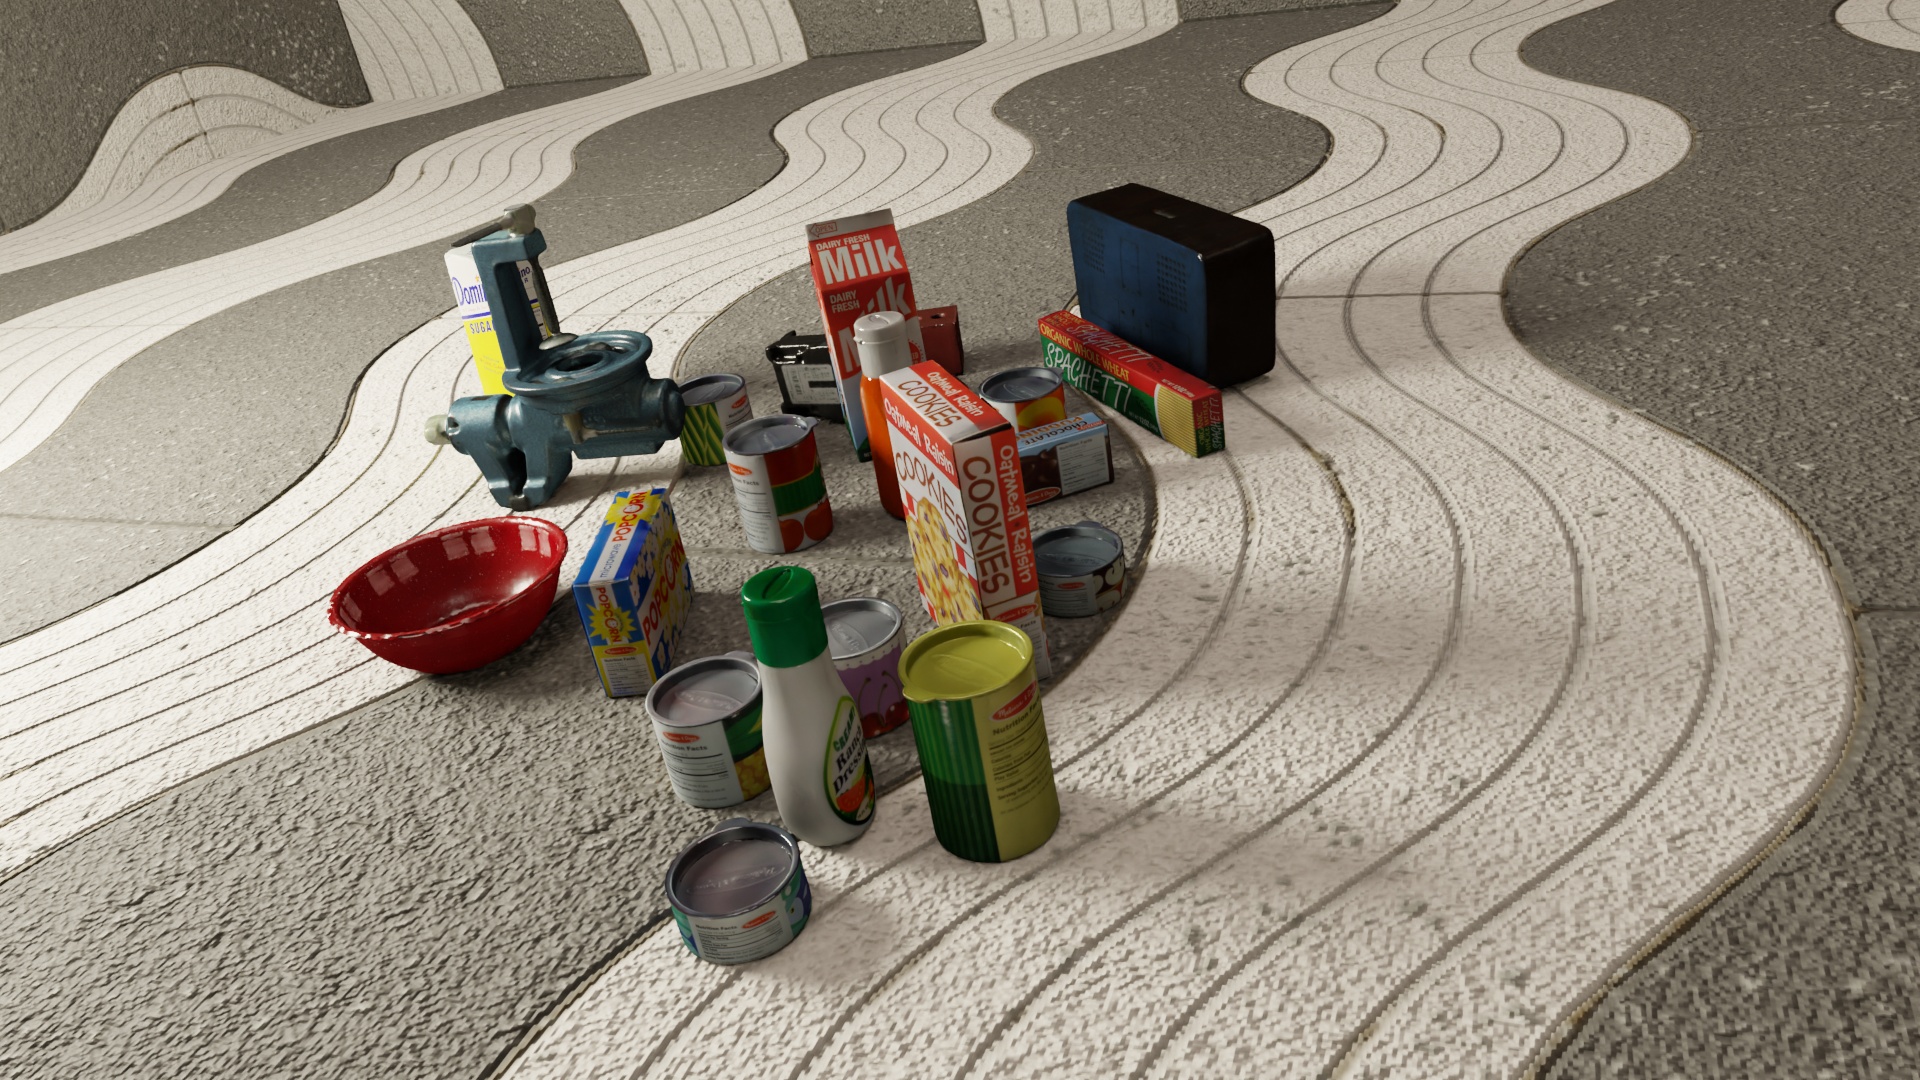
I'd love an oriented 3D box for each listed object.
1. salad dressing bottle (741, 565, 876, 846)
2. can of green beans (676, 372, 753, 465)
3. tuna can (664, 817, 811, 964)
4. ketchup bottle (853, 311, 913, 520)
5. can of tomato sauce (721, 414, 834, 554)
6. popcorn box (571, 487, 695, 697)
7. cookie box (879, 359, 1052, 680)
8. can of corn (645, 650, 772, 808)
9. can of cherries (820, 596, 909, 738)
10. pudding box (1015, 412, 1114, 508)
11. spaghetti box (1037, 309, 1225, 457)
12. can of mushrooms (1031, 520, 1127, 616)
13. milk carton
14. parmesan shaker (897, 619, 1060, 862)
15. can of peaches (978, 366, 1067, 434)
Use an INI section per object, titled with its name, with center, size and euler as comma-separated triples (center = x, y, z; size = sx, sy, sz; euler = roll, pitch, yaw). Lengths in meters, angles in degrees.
[salad dressing bottle]
center = -0.077, 0.084, 0.700
size = 0.044, 0.147, 0.064
euler = 1, 30, 20
[can of green beans]
center = -0.209, -0.103, 1.178
size = 0.071, 0.057, 0.071
euler = -8, 28, 4
[tuna can]
center = -0.107, 0.169, 0.675
size = 0.071, 0.032, 0.071
euler = -8, 28, 4
[ketchup bottle]
center = -0.047, -0.091, 1.009
size = 0.044, 0.148, 0.065
euler = -21, 30, -20
[can of tomato sauce]
center = -0.131, -0.042, 1.016
size = 0.071, 0.082, 0.071
euler = -8, 28, 4
[popcorn box]
center = -0.210, 0.031, 0.905
size = 0.038, 0.084, 0.127
euler = -8, 28, 4
[cookie box]
center = 0.003, -0.010, 0.827
size = 0.040, 0.166, 0.123
euler = -19, 29, -16
[can of corn]
center = -0.134, 0.105, 0.775
size = 0.071, 0.058, 0.071
euler = -8, 28, 4
[can of cherries]
center = -0.064, 0.075, 0.807
size = 0.071, 0.058, 0.072
euler = -8, 28, 4
[pudding box]
center = 0.068, -0.058, 1.018
size = 0.084, 0.049, 0.030
euler = -17, 29, -14
[spaghetti box]
center = 0.133, -0.133, 1.133
size = 0.029, 0.050, 0.251
euler = -20, 30, -18
[can of mushrooms]
center = 0.074, 0.018, 0.894
size = 0.071, 0.033, 0.071
euler = -8, 28, 4
[milk carton]
center = -0.072, -0.168, 1.114
size = 0.072, 0.189, 0.074
euler = -14, 28, -7
[parmesan shaker]
center = 0.008, 0.101, 0.689
size = 0.071, 0.102, 0.071
euler = -8, 28, 4
[can of peaches]
center = 0.053, -0.097, 1.085
size = 0.071, 0.057, 0.071
euler = -8, 28, 4
